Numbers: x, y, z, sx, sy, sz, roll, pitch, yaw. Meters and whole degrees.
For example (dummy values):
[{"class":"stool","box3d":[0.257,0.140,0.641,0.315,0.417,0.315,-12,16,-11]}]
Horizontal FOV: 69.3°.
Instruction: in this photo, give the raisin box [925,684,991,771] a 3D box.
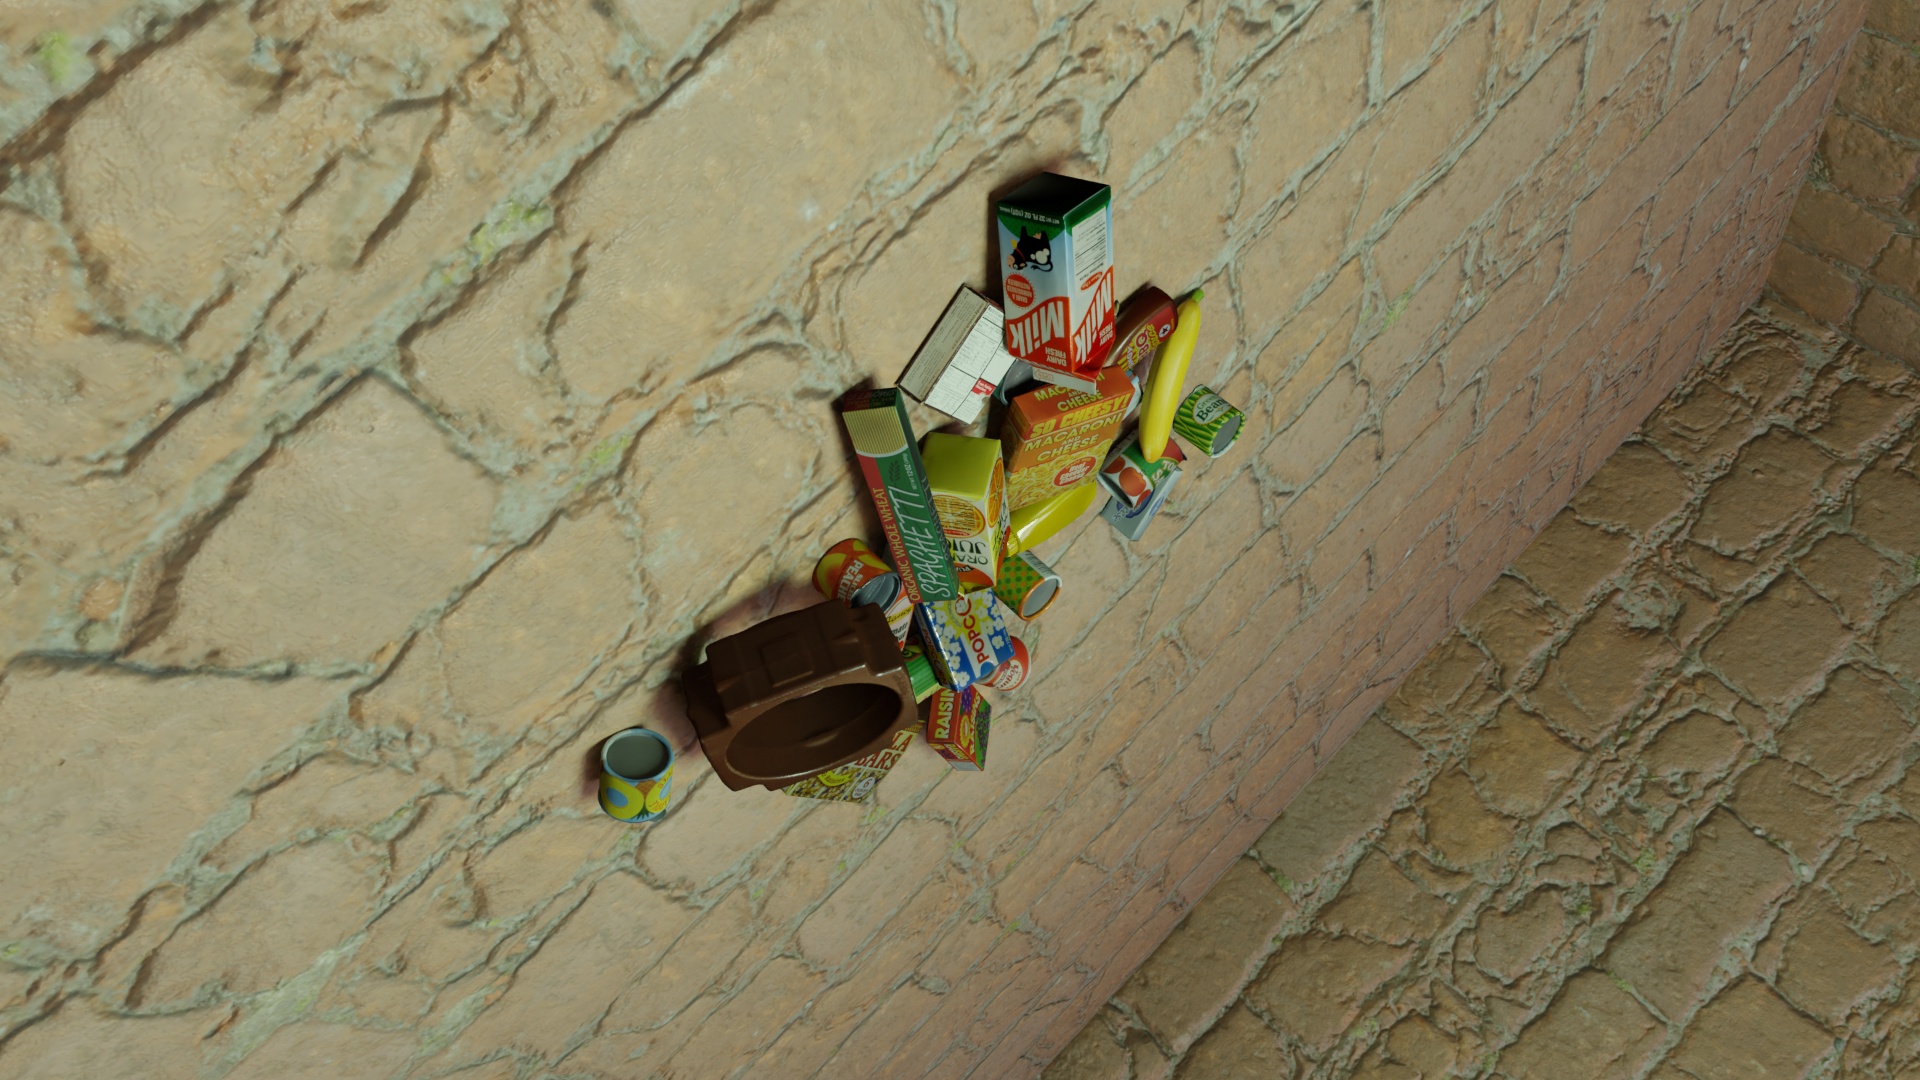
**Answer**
[{"class":"raisin box","box3d":[-0.001,0.218,1.657,0.123,0.040,0.086,56,38,-60]}]

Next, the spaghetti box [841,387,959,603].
[{"class":"spaghetti box","box3d":[-0.051,-0.034,1.272,0.029,0.050,0.248,-83,162,-45]}]

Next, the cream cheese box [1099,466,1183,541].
[{"class":"cream cheese box","box3d":[0.215,-0.056,1.656,0.024,0.053,0.103,3,122,-57]}]

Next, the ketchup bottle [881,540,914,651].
[{"class":"ketchup bottle","box3d":[-0.073,0.060,1.414,0.065,0.043,0.148,-20,139,-41]}]

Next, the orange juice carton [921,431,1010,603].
[{"class":"orange juice carton","box3d":[0.005,-0.017,1.372,0.191,0.073,0.072,80,21,-54]}]

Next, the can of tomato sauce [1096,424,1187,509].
[{"class":"can of tomato sauce","box3d":[0.205,-0.086,1.591,0.083,0.071,0.071,-45,150,-7]}]

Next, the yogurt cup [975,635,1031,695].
[{"class":"yogurt cup","box3d":[0.042,0.145,1.648,0.054,0.072,0.072,12,116,-48]}]

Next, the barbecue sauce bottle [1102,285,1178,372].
[{"class":"barbecue sauce bottle","box3d":[0.158,-0.195,1.426,0.149,0.044,0.064,-41,151,-14]}]

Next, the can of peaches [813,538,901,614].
[{"class":"can of peaches","box3d":[-0.101,0.040,1.338,0.071,0.058,0.071,-33,147,-25]}]

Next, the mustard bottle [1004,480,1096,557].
[{"class":"mustard bottle","box3d":[0.078,-0.026,1.511,0.161,0.049,0.065,-36,148,-21]}]

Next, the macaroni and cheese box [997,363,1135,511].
[{"class":"macaroni and cheese box","box3d":[0.095,-0.100,1.397,0.124,0.040,0.165,-20,155,-22]}]

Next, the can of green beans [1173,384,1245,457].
[{"class":"can of green beans","box3d":[0.298,-0.141,1.663,0.071,0.058,0.071,-34,147,-25]}]

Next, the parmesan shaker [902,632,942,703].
[{"class":"parmesan shaker","box3d":[-0.033,0.130,1.530,0.103,0.071,0.071,-32,147,-29]}]

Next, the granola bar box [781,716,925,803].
[{"class":"granola bar box","box3d":[-0.124,0.231,1.549,0.124,0.039,0.165,-53,151,6]}]

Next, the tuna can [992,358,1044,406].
[{"class":"tuna can","box3d":[0.052,-0.166,1.329,0.071,0.033,0.070,-34,147,-25]}]

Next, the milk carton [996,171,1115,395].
[{"class":"milk carton","box3d":[0.087,-0.218,1.224,0.074,0.072,0.189,-40,137,-37]}]

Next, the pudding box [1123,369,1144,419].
[{"class":"pudding box","box3d":[0.158,-0.145,1.498,0.084,0.030,0.049,-45,152,-7]}]

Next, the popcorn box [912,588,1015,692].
[{"class":"popcorn box","box3d":[-0.002,0.085,1.480,0.085,0.038,0.126,-31,110,-30]}]

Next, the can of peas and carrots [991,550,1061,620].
[{"class":"can of peas and carrots","box3d":[0.071,0.051,1.582,0.071,0.059,0.070,-33,147,-25]}]

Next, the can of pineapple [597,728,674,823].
[{"class":"can of pineapple","box3d":[-0.295,0.215,1.270,0.071,0.071,0.057,-23,142,-38]}]
